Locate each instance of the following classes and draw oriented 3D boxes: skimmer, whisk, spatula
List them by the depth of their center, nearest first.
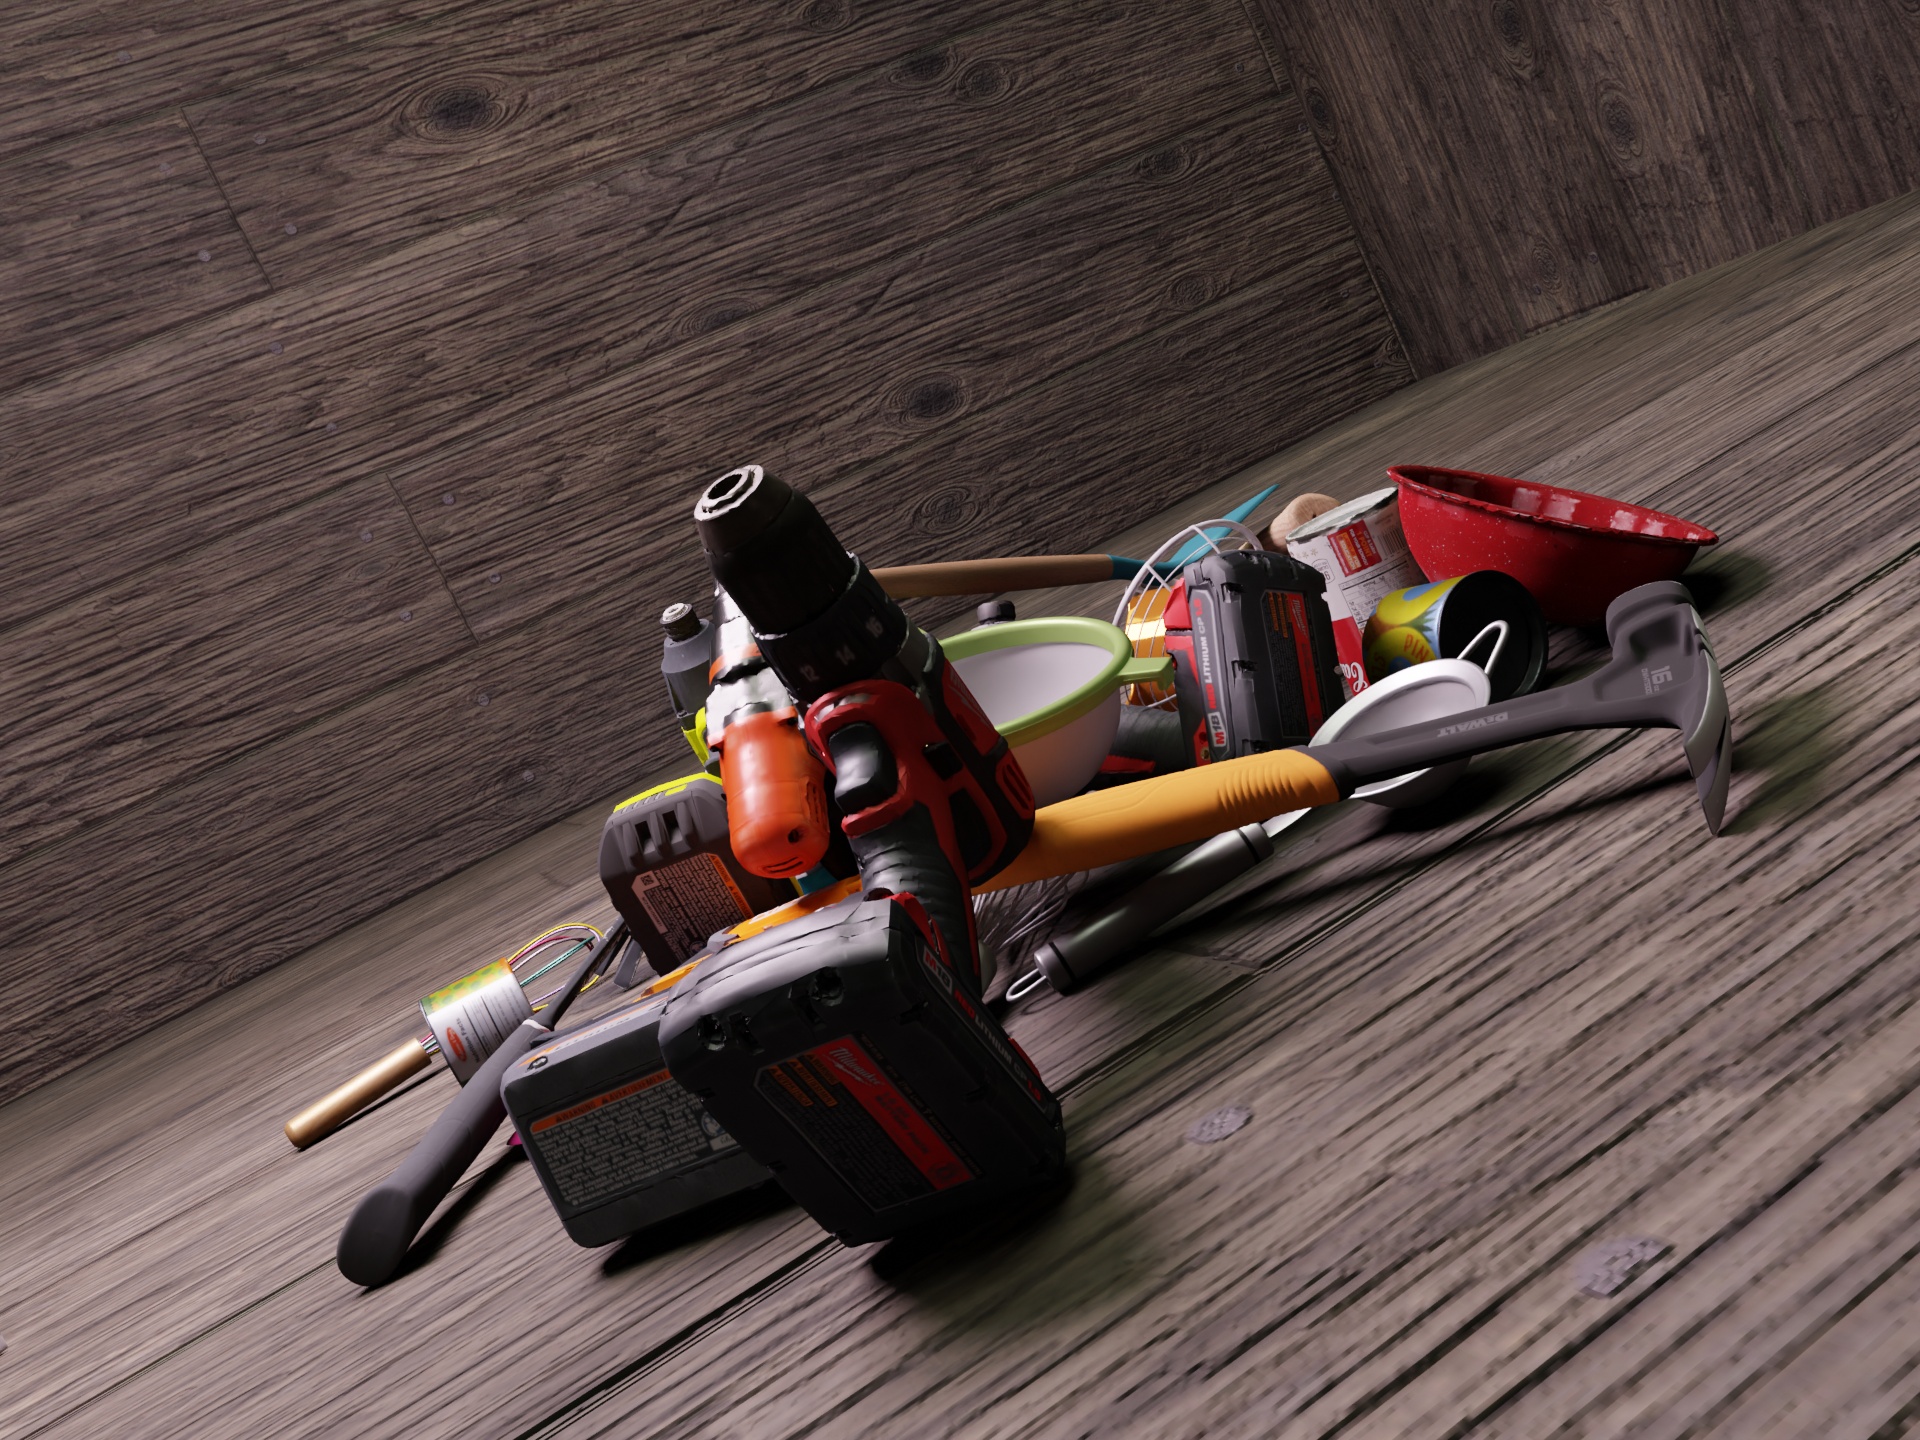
[{"bbox_3d":[0.007,0.099,0.687,0.058,0.059,0.246,6,22,16],"label":"whisk"},{"bbox_3d":[0.058,-0.094,0.895,0.317,0.044,0.082,-8,-14,-38],"label":"spatula"},{"bbox_3d":[0.031,0.001,0.972,0.363,0.090,0.127,-27,-31,30],"label":"skimmer"},{"bbox_3d":[-0.352,0.219,1.108,0.245,0.047,0.051,-34,11,-22],"label":"whisk"}]

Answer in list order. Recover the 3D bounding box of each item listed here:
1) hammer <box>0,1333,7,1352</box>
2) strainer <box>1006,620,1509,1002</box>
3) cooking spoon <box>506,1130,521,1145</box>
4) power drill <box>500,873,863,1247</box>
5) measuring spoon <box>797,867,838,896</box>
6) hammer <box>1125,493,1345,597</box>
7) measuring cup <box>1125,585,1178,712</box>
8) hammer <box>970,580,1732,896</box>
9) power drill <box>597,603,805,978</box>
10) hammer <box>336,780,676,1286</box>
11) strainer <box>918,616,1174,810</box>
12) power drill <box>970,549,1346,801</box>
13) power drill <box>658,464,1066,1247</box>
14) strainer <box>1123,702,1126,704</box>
[{"bbox_3d":[-0.486,0.336,0.736,0.359,0.036,0.149,-19,10,46],"label":"hammer"},{"bbox_3d":[0.128,0.046,0.660,0.258,0.050,0.087,-32,19,-4],"label":"strainer"},{"bbox_3d":[-0.124,0.146,0.894,0.069,0.017,0.319,-23,7,44],"label":"cooking spoon"},{"bbox_3d":[-0.101,0.134,0.681,0.164,0.084,0.226,-24,3,15],"label":"power drill"},{"bbox_3d":[-0.071,0.097,0.977,0.042,0.021,0.128,-8,-15,-27],"label":"measuring spoon"},{"bbox_3d":[0.191,-0.102,1.064,0.130,0.031,0.331,7,-5,-2],"label":"hammer"},{"bbox_3d":[0.137,-0.021,1.020,0.052,0.095,0.174,-12,33,37],"label":"measuring cup"},{"bbox_3d":[0.114,0.031,0.614,0.337,0.034,0.127,-17,23,26],"label":"hammer"},{"bbox_3d":[-0.132,0.045,0.888,0.080,0.171,0.223,-21,27,9],"label":"power drill"},{"bbox_3d":[-0.231,0.169,0.885,0.149,0.036,0.409,-63,1,21],"label":"hammer"},{"bbox_3d":[-0.001,-0.003,0.797,0.151,0.069,0.256,-22,19,-12],"label":"strainer"},{"bbox_3d":[0.082,-0.011,0.816,0.078,0.143,0.220,0,-11,-43],"label":"power drill"},{"bbox_3d":[-0.036,0.033,0.531,0.080,0.187,0.227,-24,33,17],"label":"power drill"},{"bbox_3d":[0.065,-0.021,1.139,0.340,0.095,0.211,-27,7,1],"label":"strainer"}]
